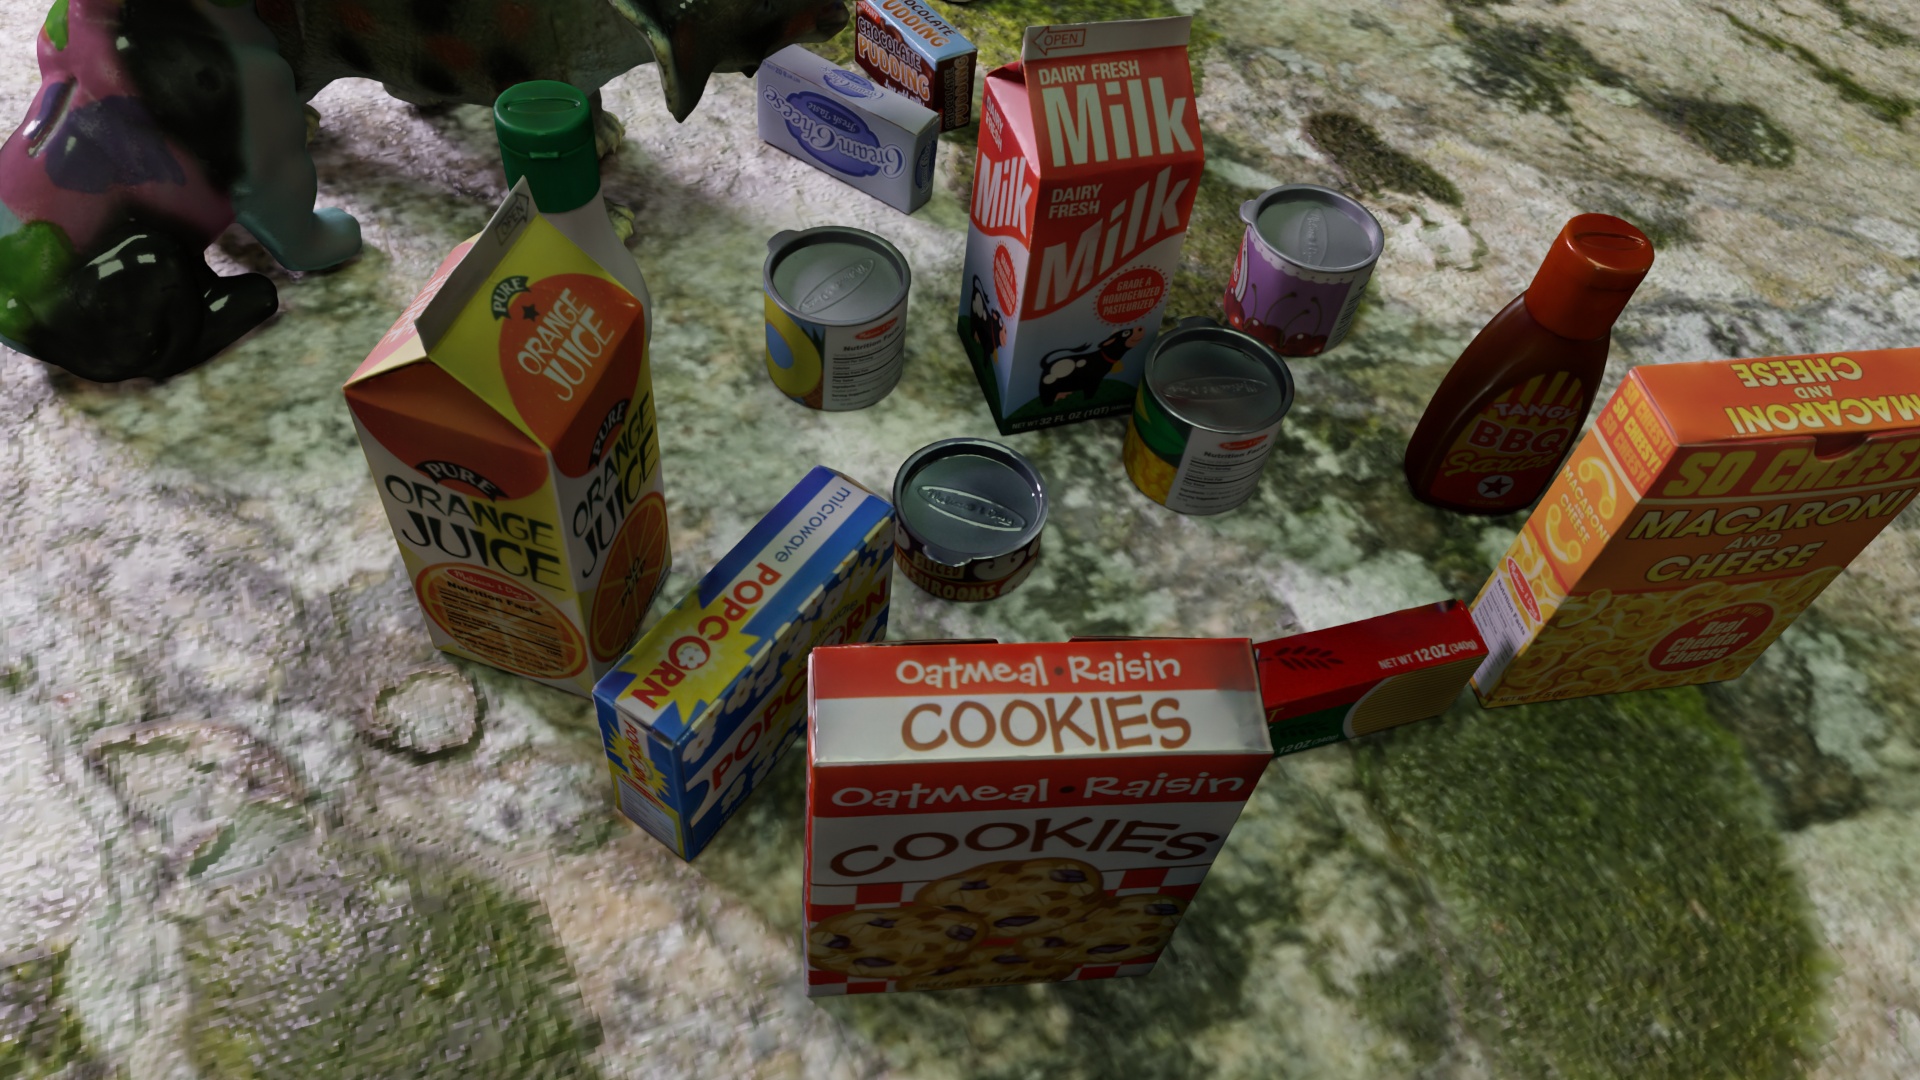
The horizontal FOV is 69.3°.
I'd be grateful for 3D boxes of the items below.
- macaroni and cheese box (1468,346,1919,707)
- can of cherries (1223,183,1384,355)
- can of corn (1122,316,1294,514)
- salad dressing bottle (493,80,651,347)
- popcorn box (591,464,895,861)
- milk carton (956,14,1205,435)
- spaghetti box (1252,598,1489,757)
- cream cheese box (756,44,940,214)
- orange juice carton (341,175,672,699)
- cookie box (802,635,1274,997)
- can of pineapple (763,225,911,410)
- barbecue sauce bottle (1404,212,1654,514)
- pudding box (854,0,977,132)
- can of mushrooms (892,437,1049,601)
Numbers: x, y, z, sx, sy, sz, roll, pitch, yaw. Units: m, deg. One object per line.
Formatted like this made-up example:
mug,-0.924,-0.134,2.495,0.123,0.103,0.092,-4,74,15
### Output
macaroni and cheese box,0.282,0.001,0.535,0.124,0.165,0.040,-5,53,-11
can of cherries,0.168,-0.136,0.697,0.071,0.058,0.072,3,52,-4
can of corn,0.109,-0.056,0.627,0.071,0.058,0.071,3,52,-4
salad dressing bottle,-0.166,-0.121,0.586,0.064,0.146,0.044,-4,53,-10
popcorn box,-0.075,0.043,0.509,0.038,0.084,0.127,30,55,16
milk carton,0.049,-0.139,0.600,0.072,0.189,0.074,-11,54,-15
spaghetti box,0.082,0.070,0.530,0.251,0.050,0.029,-11,54,-15
cream cheese box,-0.060,-0.219,0.736,0.104,0.053,0.024,30,55,16
orange juice carton,-0.154,-0.030,0.488,0.073,0.191,0.072,16,52,6
cookie box,0.013,0.090,0.431,0.123,0.166,0.040,-1,53,-8
can of pineapple,-0.058,-0.104,0.643,0.071,0.057,0.071,3,52,-4
barbecue sauce bottle,0.246,-0.073,0.599,0.065,0.147,0.044,4,52,-4
pudding box,-0.026,-0.275,0.786,0.030,0.049,0.084,-26,59,-24
can of mushrooms,0.002,-0.007,0.591,0.071,0.033,0.071,4,52,-4
